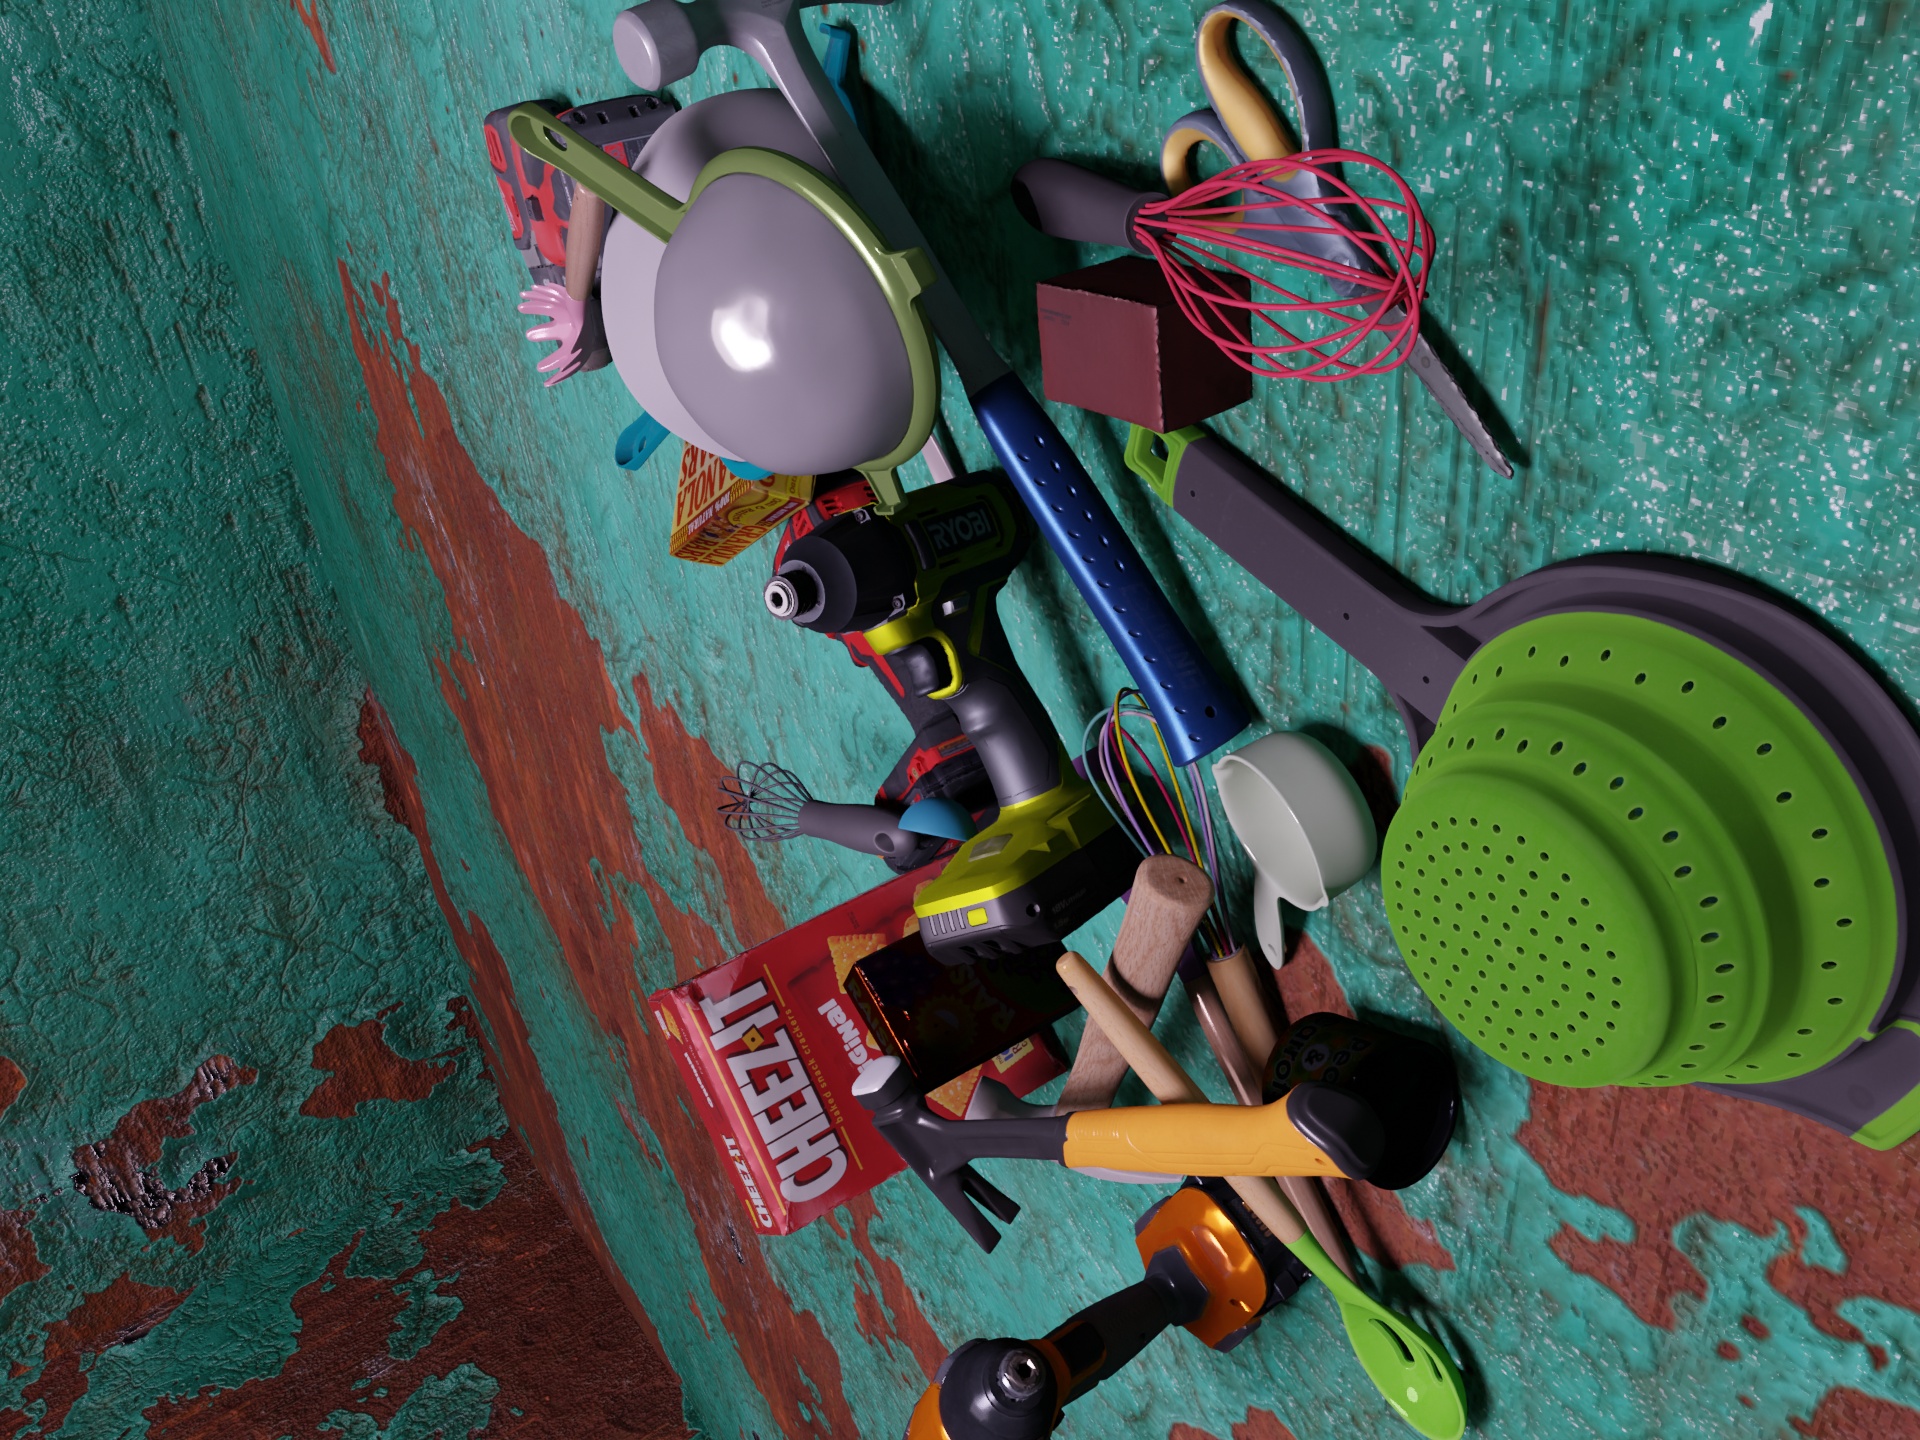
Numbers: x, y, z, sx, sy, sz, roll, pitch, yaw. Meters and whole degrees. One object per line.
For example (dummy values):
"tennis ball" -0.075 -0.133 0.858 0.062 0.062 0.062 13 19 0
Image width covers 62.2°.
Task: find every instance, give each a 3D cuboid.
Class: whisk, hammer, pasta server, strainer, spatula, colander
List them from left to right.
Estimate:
"pasta server" -0.224 -0.252 0.907 0.316 0.040 0.060 178 74 -74
"strainer" -0.163 -0.220 0.876 0.340 0.095 0.211 -27 61 55
"strainer" -0.124 -0.190 0.692 0.256 0.069 0.151 38 150 16
"whisk" -0.088 0.056 0.963 0.239 0.055 0.055 5 116 58
"hammer" 0.013 -0.164 0.718 0.405 0.144 0.035 58 155 -3
"hammer" 0.073 0.210 0.775 0.127 0.034 0.337 52 145 -12
"hammer" 0.082 0.165 0.828 0.130 0.031 0.331 21 145 8
"whisk" 0.079 -0.179 0.585 0.296 0.073 0.073 -131 28 -59
"whisk" 0.120 0.097 0.779 0.047 0.051 0.245 -116 3 -78
"spatula" 0.134 0.159 0.838 0.316 0.018 0.059 64 148 7
"colander" 0.164 0.005 0.579 0.397 0.094 0.204 46 147 33

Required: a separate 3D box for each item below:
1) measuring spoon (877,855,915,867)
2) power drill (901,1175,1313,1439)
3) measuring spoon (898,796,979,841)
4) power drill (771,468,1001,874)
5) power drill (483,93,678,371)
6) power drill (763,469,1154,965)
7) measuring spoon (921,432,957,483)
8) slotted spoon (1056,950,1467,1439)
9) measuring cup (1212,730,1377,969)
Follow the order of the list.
"measuring spoon" -0.056 0.094 1.132 0.117 0.011 0.021 27 134 51
"power drill" 0.080 0.316 0.830 0.084 0.226 0.164 53 150 24
"measuring spoon" 0.023 0.058 0.862 0.042 0.128 0.021 6 85 52
"power drill" -0.044 -0.029 0.949 0.220 0.078 0.143 62 153 14
"power drill" -0.248 -0.326 1.075 0.227 0.080 0.187 25 132 56
"power drill" -0.001 -0.002 0.779 0.080 0.171 0.223 -21 94 40
"measuring spoon" -0.007 -0.142 0.860 0.034 0.018 0.124 -3 116 61
"slotted spoon" 0.148 0.230 0.771 0.313 0.031 0.070 50 154 -9
"measuring cup" 0.154 0.066 0.722 0.083 0.038 0.167 54 168 34
